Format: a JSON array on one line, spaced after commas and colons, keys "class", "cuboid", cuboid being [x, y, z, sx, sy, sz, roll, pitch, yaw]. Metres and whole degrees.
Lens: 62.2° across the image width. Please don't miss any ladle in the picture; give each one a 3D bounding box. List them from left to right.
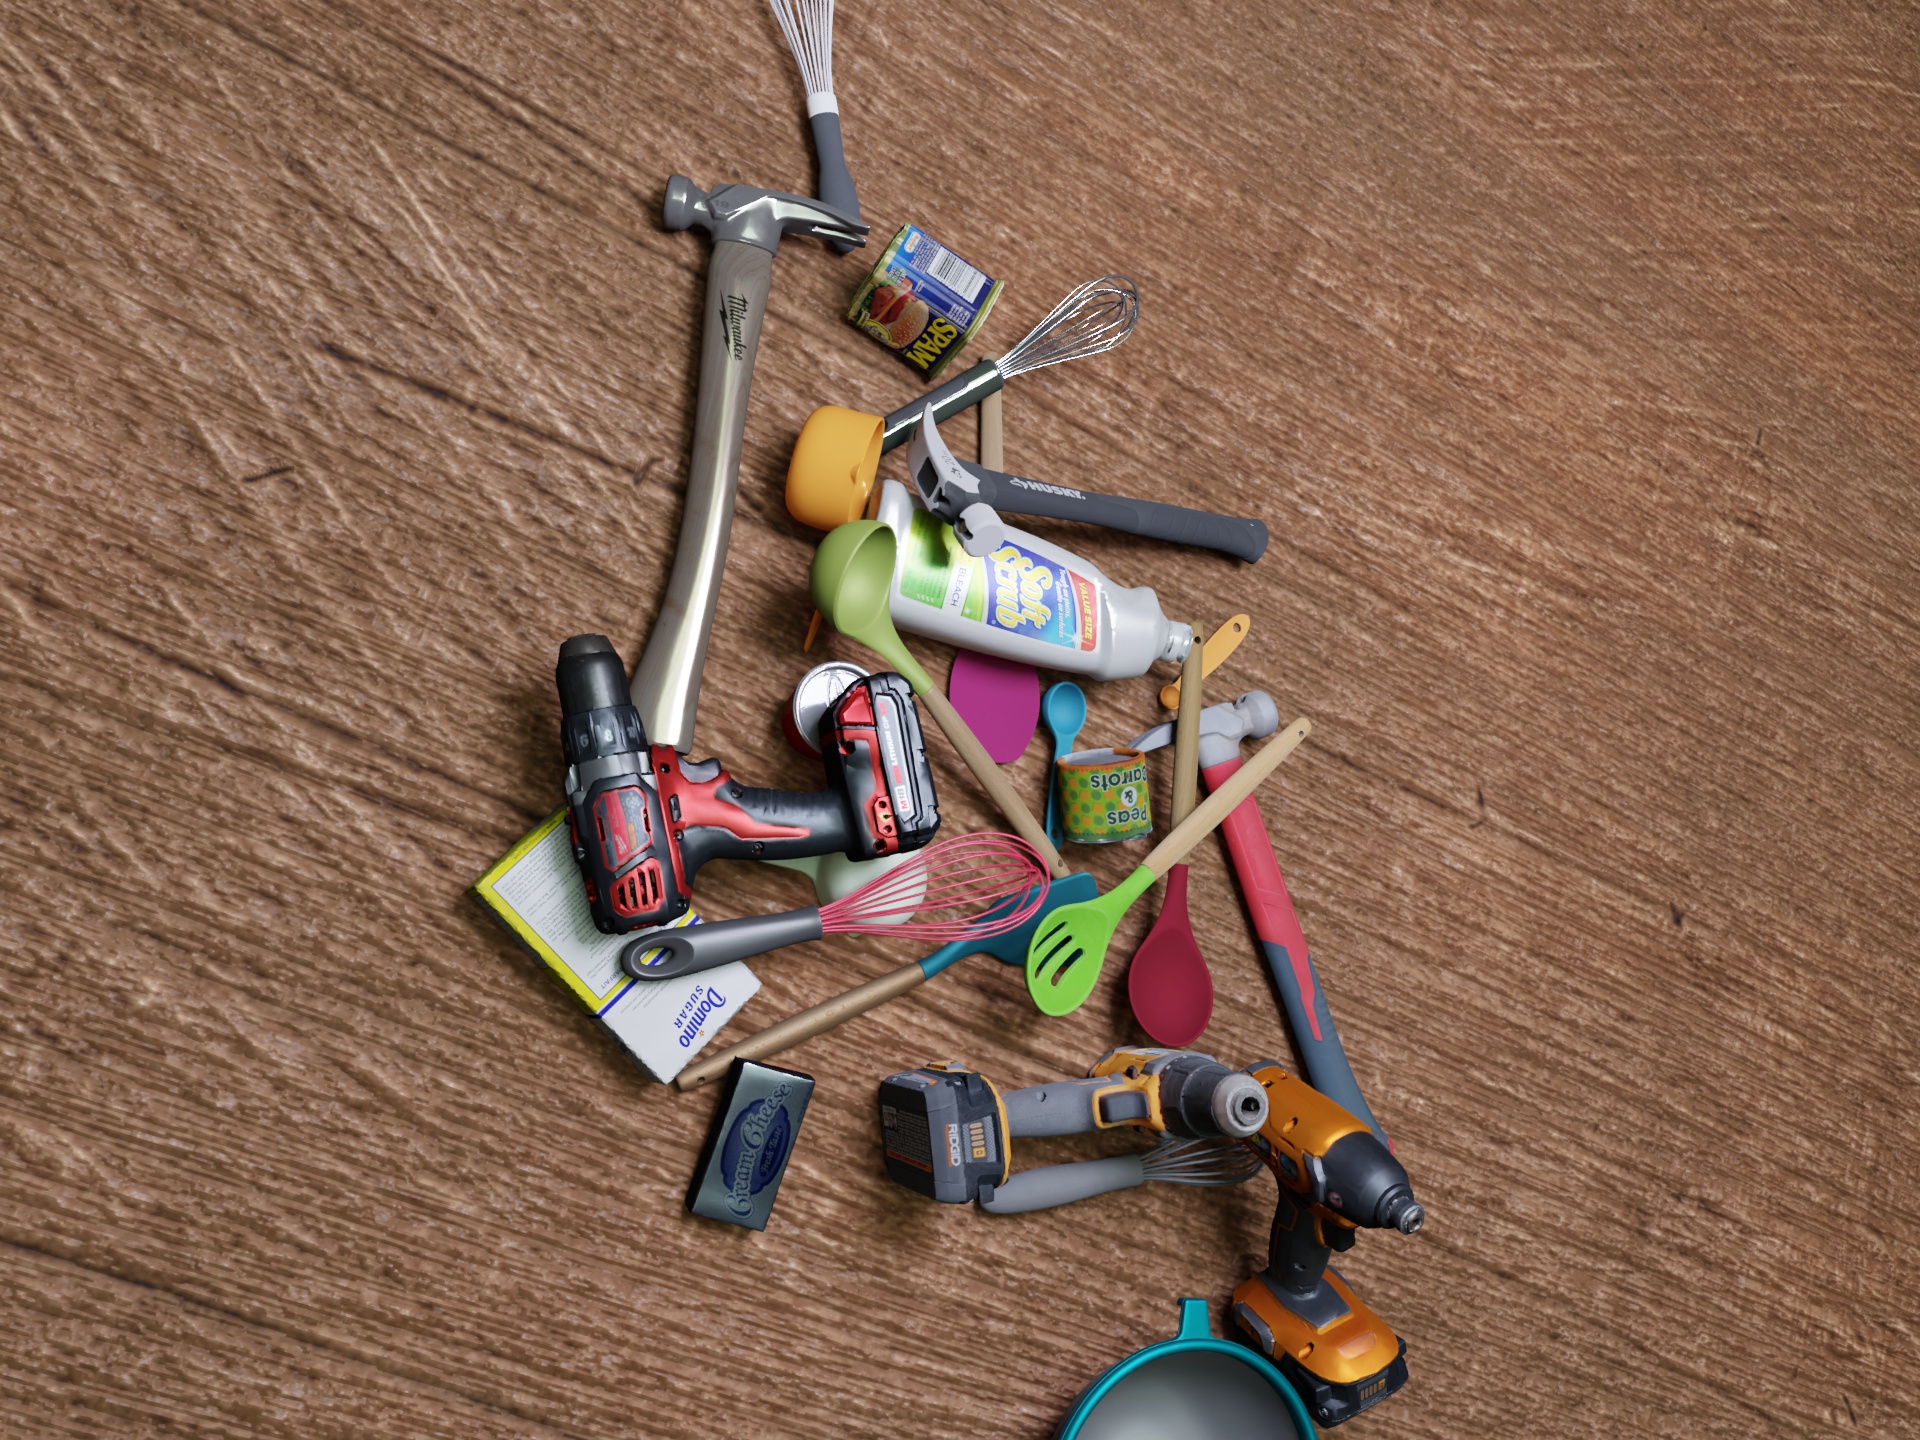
[{"class": "ladle", "cuboid": [-0.002, -0.004, 1.106, 0.320, 0.062, 0.078, 54, 52, -23]}, {"class": "ladle", "cuboid": [0.163, 0.081, 1.178, 0.069, 0.031, 0.315, 9, 80, -19]}]

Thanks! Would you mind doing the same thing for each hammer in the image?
[{"class": "hammer", "cuboid": [-0.162, -0.177, 1.104, 0.146, 0.038, 0.411, 9, 79, -8]}, {"class": "hammer", "cuboid": [0.107, -0.160, 1.191, 0.334, 0.035, 0.146, 4, 40, -37]}, {"class": "hammer", "cuboid": [0.237, 0.178, 1.224, 0.143, 0.038, 0.386, -18, 88, -24]}]

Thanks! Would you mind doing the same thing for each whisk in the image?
[{"class": "whisk", "cuboid": [-0.109, -0.489, 1.190, 0.070, 0.070, 0.284, -9, 89, -25]}, {"class": "whisk", "cuboid": [-0.076, 0.128, 1.045, 0.295, 0.073, 0.073, -10, 85, -20]}, {"class": "whisk", "cuboid": [0.032, -0.264, 1.192, 0.246, 0.058, 0.059, -31, 138, -11]}, {"class": "whisk", "cuboid": [0.124, 0.322, 1.147, 0.239, 0.055, 0.055, -6, 83, -20]}]

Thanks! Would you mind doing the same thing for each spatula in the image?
[{"class": "spatula", "cuboid": [-0.045, 0.187, 1.095, 0.317, 0.044, 0.082, -22, 122, -23]}]

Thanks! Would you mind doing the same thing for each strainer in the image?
[{"class": "strainer", "cuboid": [0.174, 0.571, 1.095, 0.211, 0.095, 0.340, -41, 100, -21]}]

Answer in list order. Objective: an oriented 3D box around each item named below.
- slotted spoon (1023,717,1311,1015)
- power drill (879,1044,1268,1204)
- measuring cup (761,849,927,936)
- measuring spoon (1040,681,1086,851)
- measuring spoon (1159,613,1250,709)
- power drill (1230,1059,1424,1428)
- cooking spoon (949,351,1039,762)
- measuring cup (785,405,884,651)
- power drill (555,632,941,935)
[{"class": "slotted spoon", "cuboid": [0.152, 0.095, 1.144, 0.314, 0.031, 0.070, -40, 115, -23]}, {"class": "power drill", "cuboid": [0.078, 0.263, 1.061, 0.226, 0.185, 0.084, -4, 84, -21]}, {"class": "measuring cup", "cuboid": [-0.099, 0.095, 1.091, 0.167, 0.038, 0.083, 20, 73, -21]}, {"class": "measuring spoon", "cuboid": [0.069, 0.035, 1.191, 0.042, 0.021, 0.128, 9, 86, -43]}, {"class": "measuring spoon", "cuboid": [0.194, -0.047, 1.263, 0.117, 0.011, 0.021, -44, 99, -27]}, {"class": "power drill", "cuboid": [0.253, 0.366, 1.091, 0.084, 0.164, 0.226, -17, 114, -25]}, {"class": "cooking spoon", "cuboid": [0.024, -0.126, 1.197, 0.068, 0.017, 0.319, 2, 80, -12]}, {"class": "measuring cup", "cuboid": [-0.103, -0.137, 1.122, 0.052, 0.095, 0.173, 19, 95, 1]}, {"class": "power drill", "cuboid": [-0.142, 0.024, 1.013, 0.226, 0.080, 0.188, -11, 84, -18]}]
